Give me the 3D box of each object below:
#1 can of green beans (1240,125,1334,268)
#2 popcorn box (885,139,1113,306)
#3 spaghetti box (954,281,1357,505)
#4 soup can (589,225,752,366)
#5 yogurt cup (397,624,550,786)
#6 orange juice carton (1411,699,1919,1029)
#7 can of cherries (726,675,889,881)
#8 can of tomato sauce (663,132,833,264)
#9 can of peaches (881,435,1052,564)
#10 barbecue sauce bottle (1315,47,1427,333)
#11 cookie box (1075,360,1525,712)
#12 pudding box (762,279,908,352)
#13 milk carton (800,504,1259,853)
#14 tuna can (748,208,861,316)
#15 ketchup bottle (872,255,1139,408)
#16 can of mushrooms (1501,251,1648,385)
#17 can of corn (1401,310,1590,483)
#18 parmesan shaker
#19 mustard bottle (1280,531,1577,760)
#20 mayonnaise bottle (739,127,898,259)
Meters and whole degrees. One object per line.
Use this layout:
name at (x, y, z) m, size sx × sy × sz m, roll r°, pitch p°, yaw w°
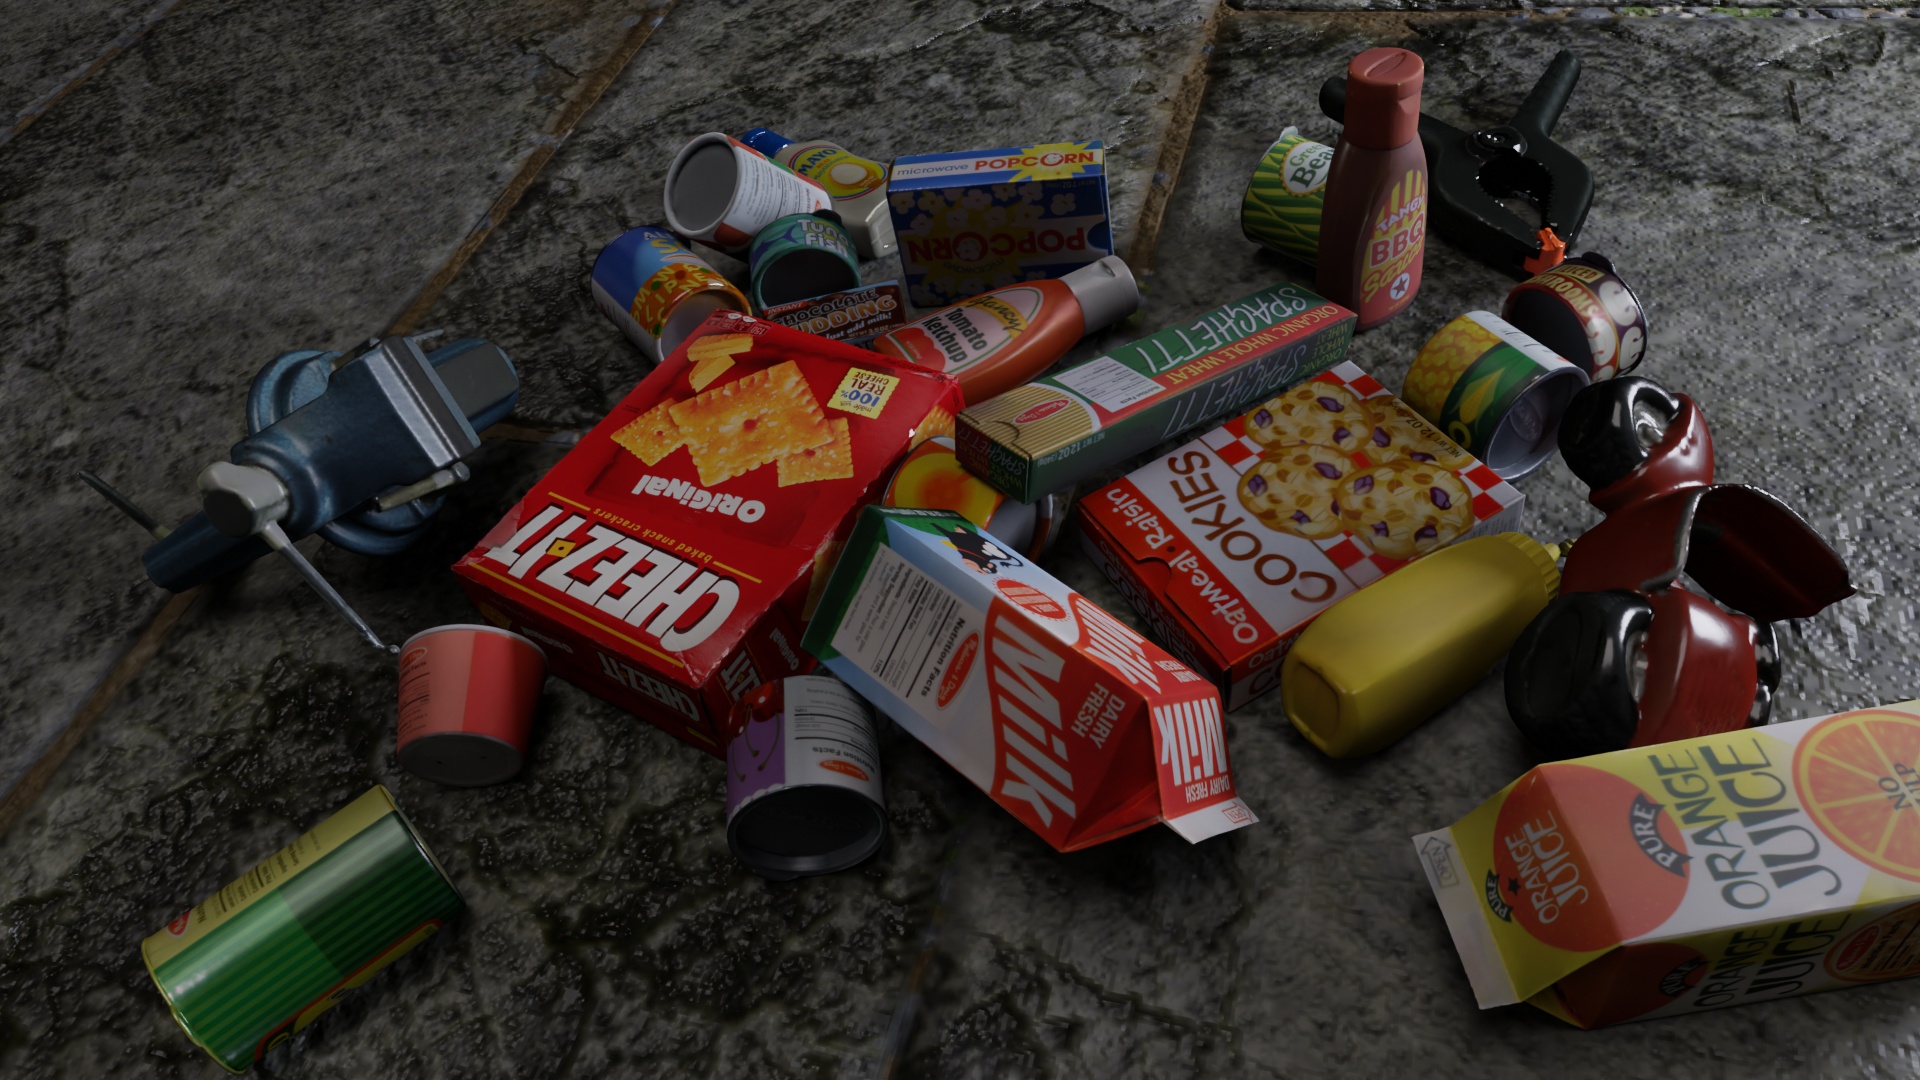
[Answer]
can of green beans at (0.206, -0.194, 0.804) m, size 0.071 × 0.071 × 0.058 m, roll -40°, pitch 53°, yaw -24°
popcorn box at (0.026, -0.185, 0.818) m, size 0.127 × 0.084 × 0.038 m, roll -2°, pitch 47°, yaw 10°
spaghetti box at (0.106, -0.080, 0.698) m, size 0.251 × 0.028 × 0.050 m, roll -25°, pitch 46°, yaw -35°
soup can at (-0.171, -0.143, 0.829) m, size 0.071 × 0.071 × 0.084 m, roll -34°, pitch 51°, yaw -19°
yogurt cup at (-0.226, 0.078, 0.640) m, size 0.072 × 0.072 × 0.054 m, roll -8°, pitch 55°, yaw 4°
orange juice carton at (0.268, 0.119, 0.496) m, size 0.193 × 0.072 × 0.072 m, roll -10°, pitch 47°, yaw 2°
can of cherries at (-0.068, 0.101, 0.586) m, size 0.071 × 0.071 × 0.059 m, roll -12°, pitch 46°, yaw 1°
can of tomato sauce at (-0.131, -0.205, 0.854) m, size 0.071 × 0.083 × 0.071 m, roll -6°, pitch 79°, yaw 34°
can of peaches at (0.002, -0.008, 0.674) m, size 0.058 × 0.071 × 0.071 m, roll 24°, pitch 56°, yaw 29°
barbecue sauce bottle at (0.220, -0.185, 0.736) m, size 0.065 × 0.147 × 0.044 m, roll -34°, pitch 50°, yaw -20°
cookie box at (0.157, -0.008, 0.658) m, size 0.168 × 0.040 × 0.123 m, roll -27°, pitch 48°, yaw -14°
pudding box at (-0.071, -0.120, 0.814) m, size 0.084 × 0.030 × 0.050 m, roll -12°, pitch 46°, yaw 0°
milk carton at (0.033, 0.063, 0.571) m, size 0.191 × 0.072 × 0.073 m, roll 34°, pitch 106°, yaw 29°
tuna can at (-0.091, -0.161, 0.829) m, size 0.071 × 0.070 × 0.033 m, roll -12°, pitch 48°, yaw 0°
ketchup bottle at (0.029, -0.116, 0.782) m, size 0.149 × 0.043 × 0.065 m, roll -26°, pitch 52°, yaw -13°
can of mushrooms at (0.308, -0.108, 0.701) m, size 0.033 × 0.070 × 0.071 m, roll -27°, pitch 48°, yaw -12°
can of corn at (0.258, -0.069, 0.679) m, size 0.071 × 0.070 × 0.058 m, roll -28°, pitch 48°, yaw -14°
parmesan shaker at (-0.265, 0.157, 0.568) m, size 0.103 × 0.071 × 0.071 m, roll -35°, pitch 51°, yaw -21°
mustard bottle at (0.209, 0.034, 0.597) m, size 0.161 × 0.065 × 0.049 m, roll -26°, pitch 48°, yaw -23°
mayonnaise bottle at (-0.089, -0.234, 0.916) m, size 0.148 × 0.041 × 0.065 m, roll 32°, pitch 62°, yaw 33°
